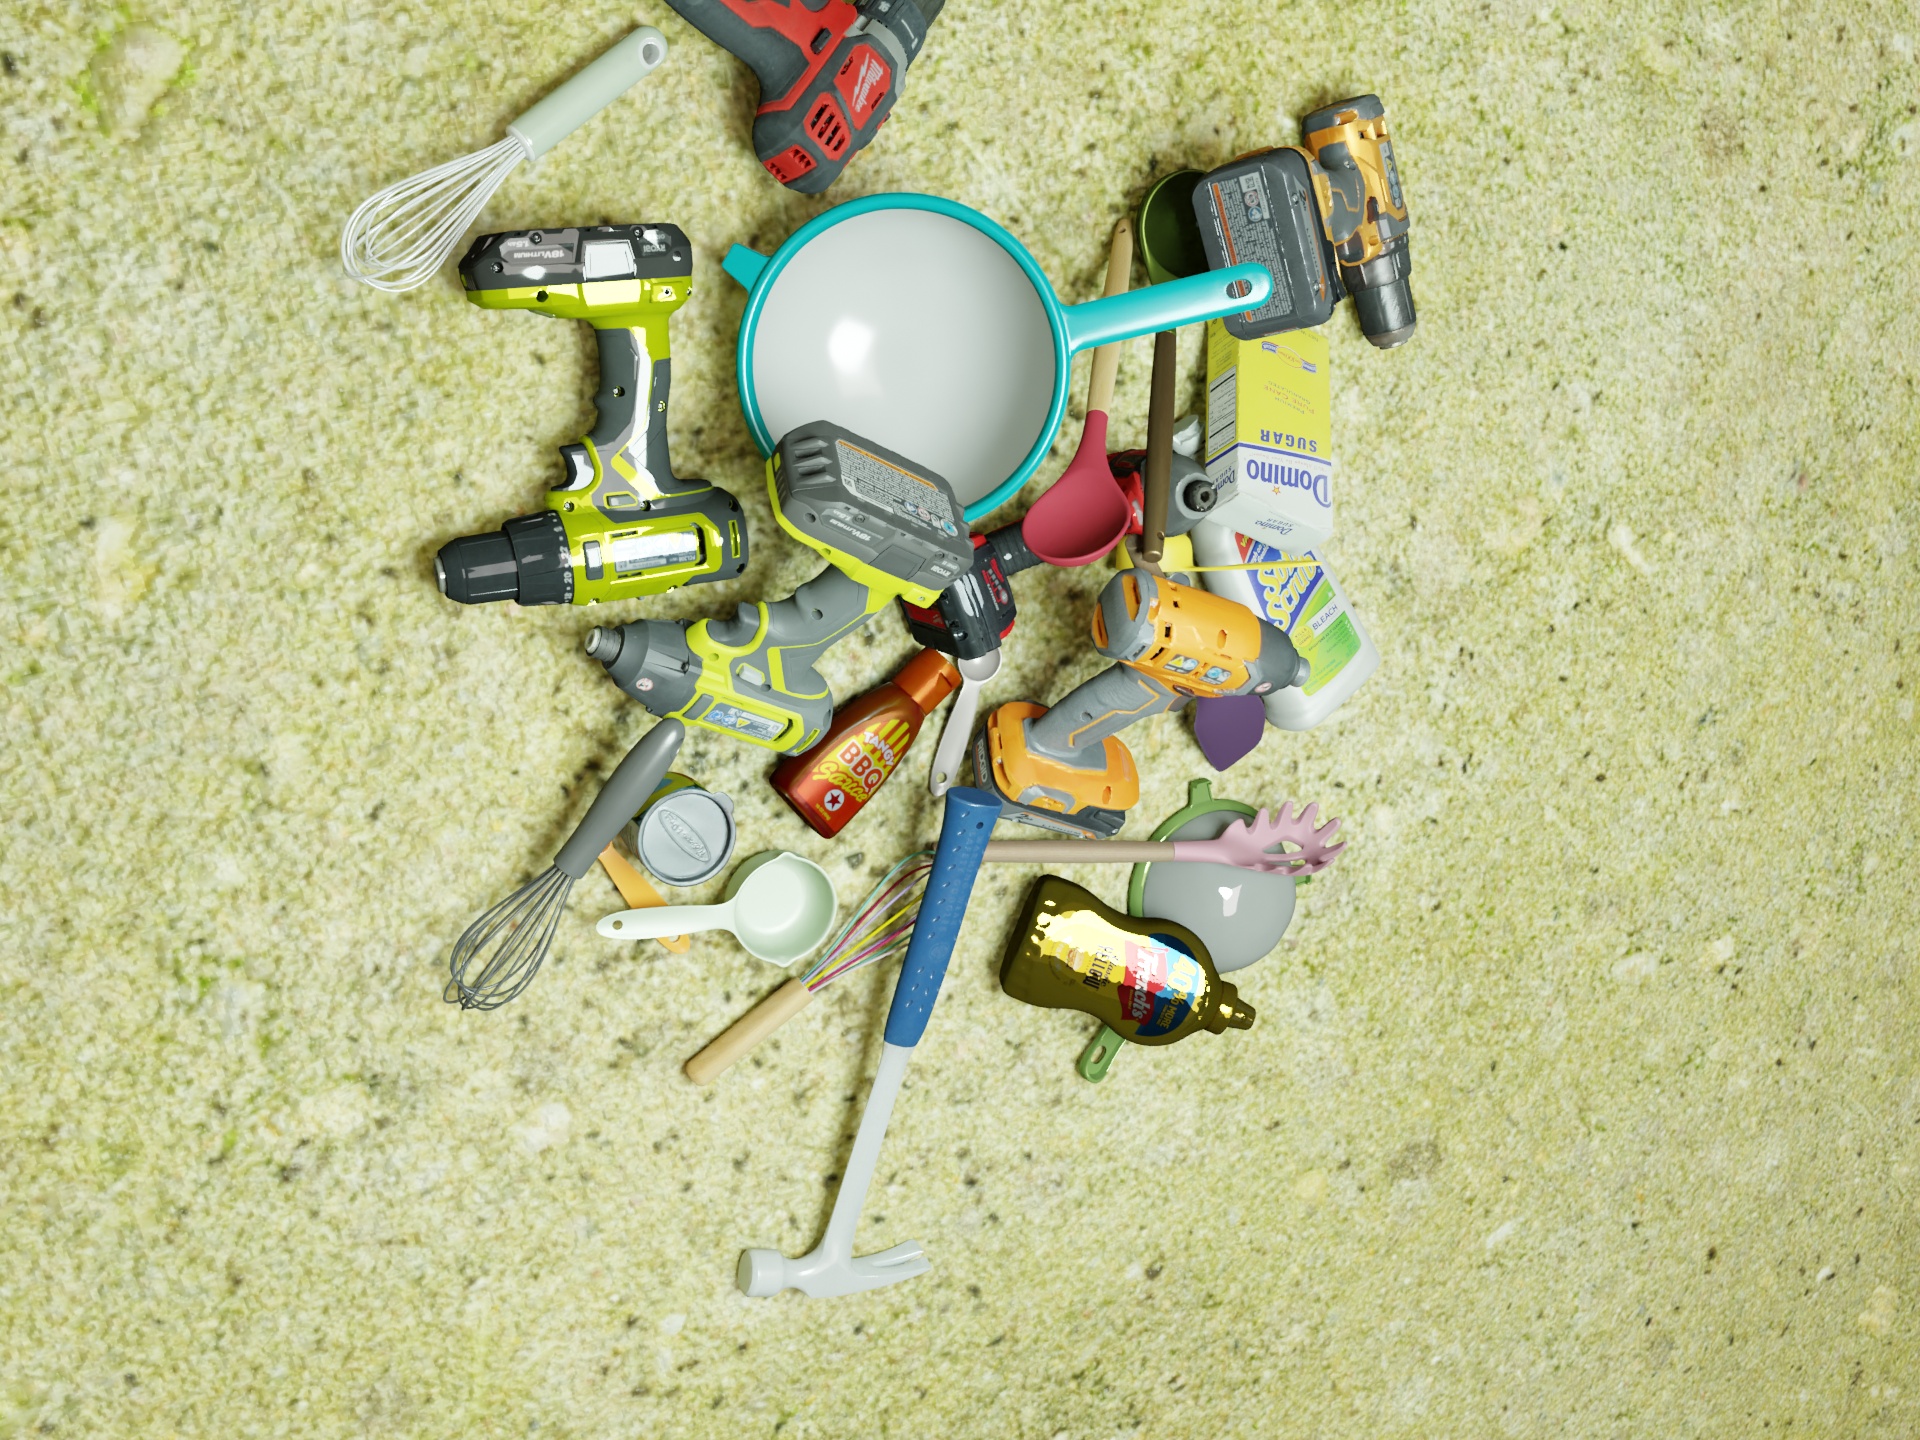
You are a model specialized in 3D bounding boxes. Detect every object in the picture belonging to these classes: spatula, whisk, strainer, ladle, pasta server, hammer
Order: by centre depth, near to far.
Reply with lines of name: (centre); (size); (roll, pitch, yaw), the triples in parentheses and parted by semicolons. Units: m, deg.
whisk: (-0.268, -0.339, 0.947); (0.246, 0.059, 0.057); (-45, 140, -16)
whisk: (-0.253, 0.093, 1.018); (0.055, 0.055, 0.239); (36, 96, -27)
strainer: (0.028, -0.245, 1.031); (0.340, 0.095, 0.211); (-12, 104, 5)
ladle: (0.093, -0.224, 1.066); (0.031, 0.069, 0.316); (68, 28, -56)
ladle: (0.146, -0.245, 1.075); (0.078, 0.062, 0.320); (24, 56, -27)
whisk: (-0.095, 0.176, 1.137); (0.245, 0.047, 0.051); (-38, 115, -10)
hammer: (-0.041, 0.240, 1.144); (0.144, 0.035, 0.405); (9, 106, -28)
spatula: (0.171, -0.045, 1.150); (0.060, 0.018, 0.315); (-38, 144, 1)
pasta server: (0.135, 0.094, 1.196); (0.316, 0.060, 0.040); (1, 142, -11)
strainer: (0.183, 0.184, 1.254); (0.151, 0.069, 0.256); (39, 81, -27)

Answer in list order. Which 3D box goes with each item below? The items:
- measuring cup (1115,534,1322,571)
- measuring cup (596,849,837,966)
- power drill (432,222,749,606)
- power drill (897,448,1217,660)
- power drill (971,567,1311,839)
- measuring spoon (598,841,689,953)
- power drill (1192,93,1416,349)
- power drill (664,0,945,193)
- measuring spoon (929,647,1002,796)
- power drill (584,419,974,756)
measuring cup: (0.186, -0.123, 1.153); (0.062, 0.156, 0.029); (-14, 104, -58)
measuring cup: (-0.169, 0.130, 1.095); (0.167, 0.038, 0.083); (-3, 102, -23)
power drill: (-0.236, -0.182, 0.976); (0.190, 0.080, 0.228); (-11, 108, -24)
power drill: (0.068, -0.125, 1.096); (0.219, 0.143, 0.078); (-27, 109, -16)
power drill: (0.126, -0.006, 1.109); (0.164, 0.084, 0.226); (15, 139, -27)
measuring spoon: (-0.220, 0.117, 1.084); (0.021, 0.011, 0.116); (-39, 118, -13)
power drill: (0.262, -0.338, 1.142); (0.226, 0.084, 0.185); (-39, 117, -46)
power drill: (-0.116, -0.462, 0.970); (0.226, 0.080, 0.188); (41, 68, -28)
measuring spoon: (-0.002, -0.004, 1.162); (0.034, 0.018, 0.124); (13, 102, -24)
power drill: (-0.113, -0.074, 0.992); (0.171, 0.080, 0.223); (20, 130, -36)
